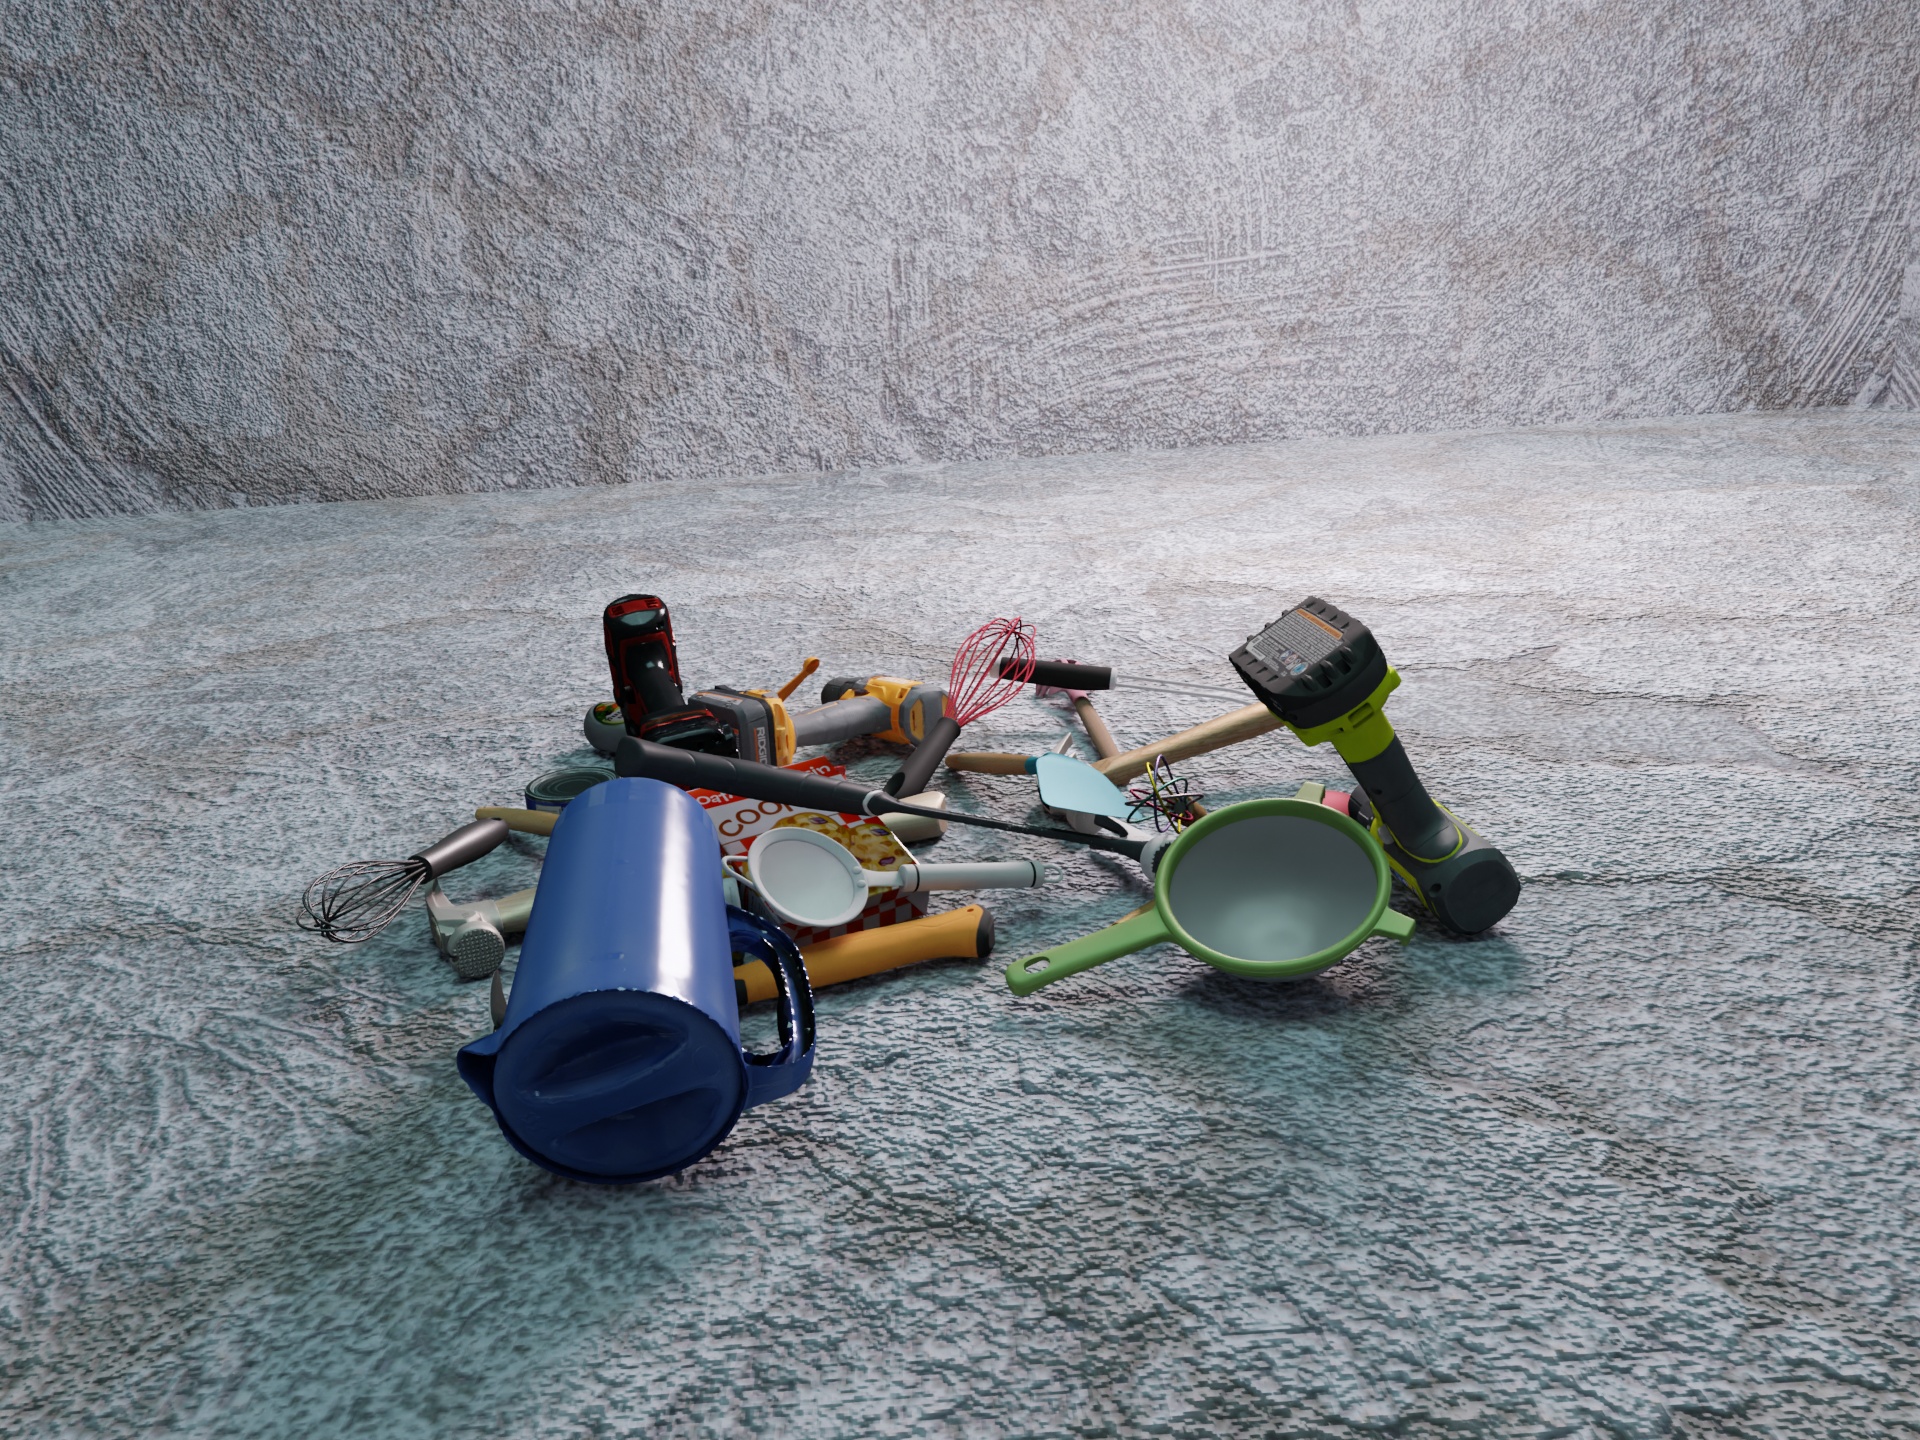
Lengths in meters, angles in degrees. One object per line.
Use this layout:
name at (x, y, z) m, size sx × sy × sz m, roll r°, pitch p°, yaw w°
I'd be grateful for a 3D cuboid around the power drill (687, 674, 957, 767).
power drill at (-0.143, -0.002, 1.504) m, size 0.226 × 0.084 × 0.185 m, roll -11°, pitch 14°, yaw -34°

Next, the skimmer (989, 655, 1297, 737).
skimmer at (0.206, -0.051, 1.506) m, size 0.363 × 0.090 × 0.127 m, roll 7°, pitch 54°, yaw 10°

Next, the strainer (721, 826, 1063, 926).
strainer at (-0.044, 0.112, 1.099) m, size 0.258 × 0.050 × 0.087 m, roll 1°, pitch 45°, yaw -24°

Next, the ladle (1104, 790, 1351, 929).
ladle at (0.209, 0.107, 1.186) m, size 0.315 × 0.031 × 0.069 m, roll -22°, pitch 26°, yaw -40°

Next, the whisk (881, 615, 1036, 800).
whisk at (-0.002, -0.005, 1.435) m, size 0.073 × 0.073 × 0.296 m, roll 6°, pitch 38°, yaw 27°

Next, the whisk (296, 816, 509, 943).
whisk at (-0.394, 0.108, 1.150) m, size 0.055 × 0.055 × 0.239 m, roll 1°, pitch 12°, yaw 14°

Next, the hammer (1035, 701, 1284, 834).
hammer at (0.218, 0.012, 1.373) m, size 0.331 × 0.031 × 0.130 m, roll -19°, pitch 24°, yaw -15°

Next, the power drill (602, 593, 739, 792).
power drill at (-0.250, 0.020, 1.360) m, size 0.080 × 0.187 × 0.227 m, roll -13°, pitch 38°, yaw -16°

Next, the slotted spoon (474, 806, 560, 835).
slotted spoon at (-0.325, 0.083, 1.273) m, size 0.070 × 0.031 × 0.314 m, roll -12°, pitch 7°, yaw -37°

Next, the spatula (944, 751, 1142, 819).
spatula at (0.046, 0.047, 1.310) m, size 0.082 × 0.044 × 0.317 m, roll 9°, pitch -3°, yaw -21°

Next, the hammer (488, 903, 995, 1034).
hammer at (-0.136, 0.169, 1.045) m, size 0.336 × 0.034 × 0.127 m, roll -11°, pitch 20°, yaw -21°

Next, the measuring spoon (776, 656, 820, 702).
measuring spoon at (-0.185, -0.023, 1.577) m, size 0.117 × 0.021 × 0.011 m, roll -44°, pitch 63°, yaw -9°

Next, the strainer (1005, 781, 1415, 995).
strainer at (0.156, 0.143, 1.038) m, size 0.256 × 0.069 × 0.152 m, roll -20°, pitch 40°, yaw -3°

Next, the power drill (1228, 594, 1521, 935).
power drill at (0.285, 0.028, 1.119) m, size 0.080 × 0.228 × 0.191 m, roll -36°, pitch 20°, yaw 3°

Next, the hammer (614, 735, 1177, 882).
hammer at (-0.044, 0.061, 1.150) m, size 0.408 × 0.036 × 0.149 m, roll 11°, pitch 2°, yaw -12°

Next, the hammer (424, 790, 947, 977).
hammer at (-0.202, 0.109, 1.238) m, size 0.410 × 0.038 × 0.146 m, roll -12°, pitch 19°, yaw -26°

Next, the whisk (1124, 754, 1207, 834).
whisk at (0.159, 0.067, 1.170) m, size 0.047 × 0.051 × 0.245 m, roll 39°, pitch 3°, yaw 16°

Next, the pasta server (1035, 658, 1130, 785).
pasta server at (0.123, 0.000, 1.532) m, size 0.060 × 0.040 × 0.316 m, roll -5°, pitch 22°, yaw -6°

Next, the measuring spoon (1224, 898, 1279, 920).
measuring spoon at (0.227, 0.126, 1.145) m, size 0.042 × 0.021 × 0.128 m, roll 9°, pitch 13°, yaw 35°
